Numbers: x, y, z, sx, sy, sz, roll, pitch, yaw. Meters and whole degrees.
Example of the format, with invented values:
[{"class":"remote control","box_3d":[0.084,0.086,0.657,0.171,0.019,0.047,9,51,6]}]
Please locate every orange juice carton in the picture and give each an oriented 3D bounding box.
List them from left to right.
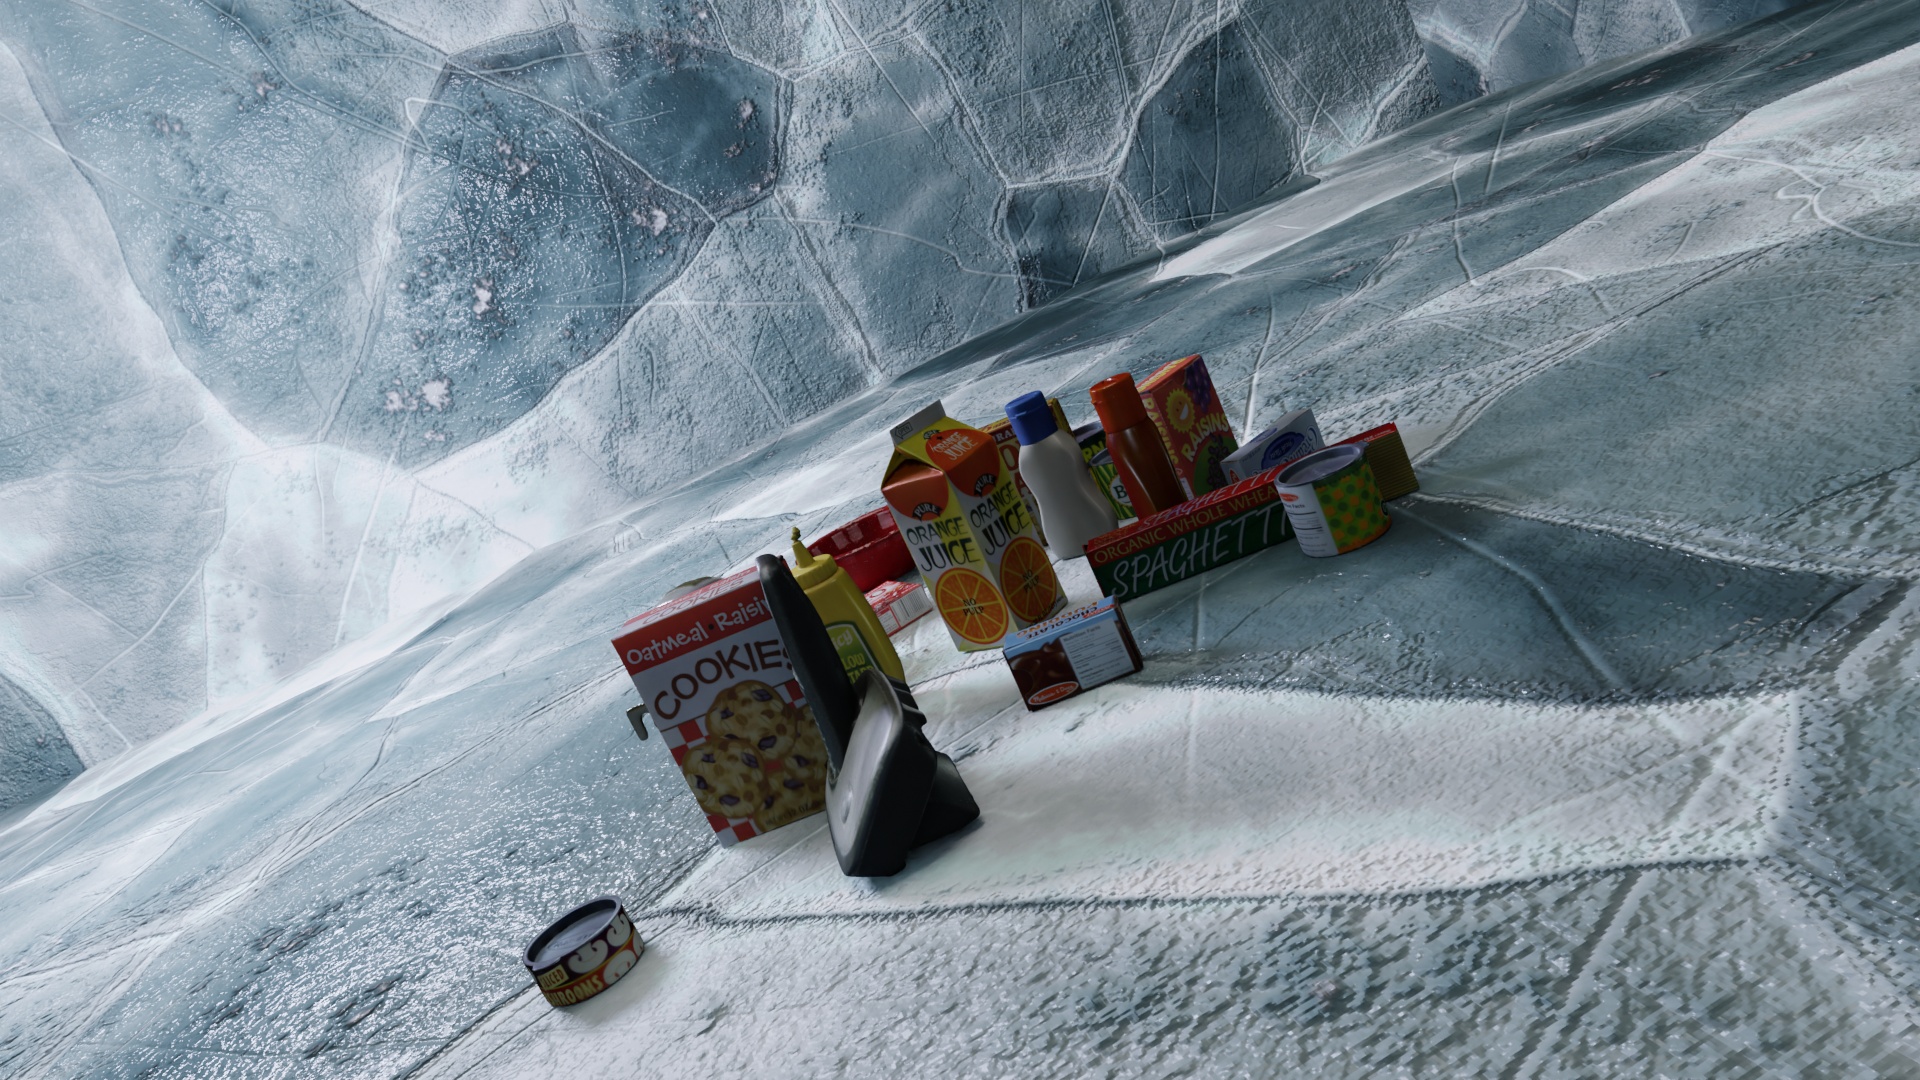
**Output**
[{"class":"orange juice carton","box_3d":[0.004,-0.014,1.098,0.073,0.192,0.072,-13,17,42]}]

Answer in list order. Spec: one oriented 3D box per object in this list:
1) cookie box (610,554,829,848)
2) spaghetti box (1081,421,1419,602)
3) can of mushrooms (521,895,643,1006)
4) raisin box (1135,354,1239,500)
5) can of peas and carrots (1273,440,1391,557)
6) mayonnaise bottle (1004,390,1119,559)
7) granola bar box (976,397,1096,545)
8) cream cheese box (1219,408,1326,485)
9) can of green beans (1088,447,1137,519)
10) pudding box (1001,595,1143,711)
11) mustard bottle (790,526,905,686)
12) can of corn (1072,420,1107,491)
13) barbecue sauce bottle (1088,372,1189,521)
[{"class":"cookie box","box_3d":[-0.141,0.110,0.938,0.123,0.167,0.040,-23,13,11]},{"class":"spaghetti box","box_3d":[0.215,-0.018,1.045,0.250,0.050,0.029,-22,13,13]},{"class":"can of mushrooms","box_3d":[-0.231,0.251,0.846,0.071,0.033,0.071,-24,13,6]},{"class":"raisin box","box_3d":[0.193,-0.086,1.186,0.040,0.123,0.086,-11,19,46]},{"class":"can of peas and carrots","box_3d":[0.265,-0.029,0.980,0.071,0.058,0.071,-24,13,6]},{"class":"mayonnaise bottle","box_3d":[0.085,-0.059,1.223,0.064,0.147,0.041,-19,14,25]},{"class":"granola bar box","box_3d":[0.038,-0.047,1.313,0.165,0.124,0.039,-21,13,16]},{"class":"cream cheese box","box_3d":[0.258,-0.063,1.133,0.104,0.053,0.024,-34,15,-33]},{"class":"can of green beans","box_3d":[0.160,-0.059,1.287,0.071,0.057,0.071,-24,13,6]},{"class":"pudding box","box_3d":[0.075,0.076,0.936,0.083,0.049,0.030,-23,13,10]},{"class":"mustard bottle","box_3d":[-0.096,0.063,1.052,0.065,0.160,0.049,-23,13,8]},{"class":"can of corn","box_3d":[0.135,-0.084,1.425,0.071,0.058,0.071,-24,13,6]},{"class":"barbecue sauce bottle","box_3d":[0.148,-0.061,1.117,0.044,0.148,0.065,-26,13,-4]}]
